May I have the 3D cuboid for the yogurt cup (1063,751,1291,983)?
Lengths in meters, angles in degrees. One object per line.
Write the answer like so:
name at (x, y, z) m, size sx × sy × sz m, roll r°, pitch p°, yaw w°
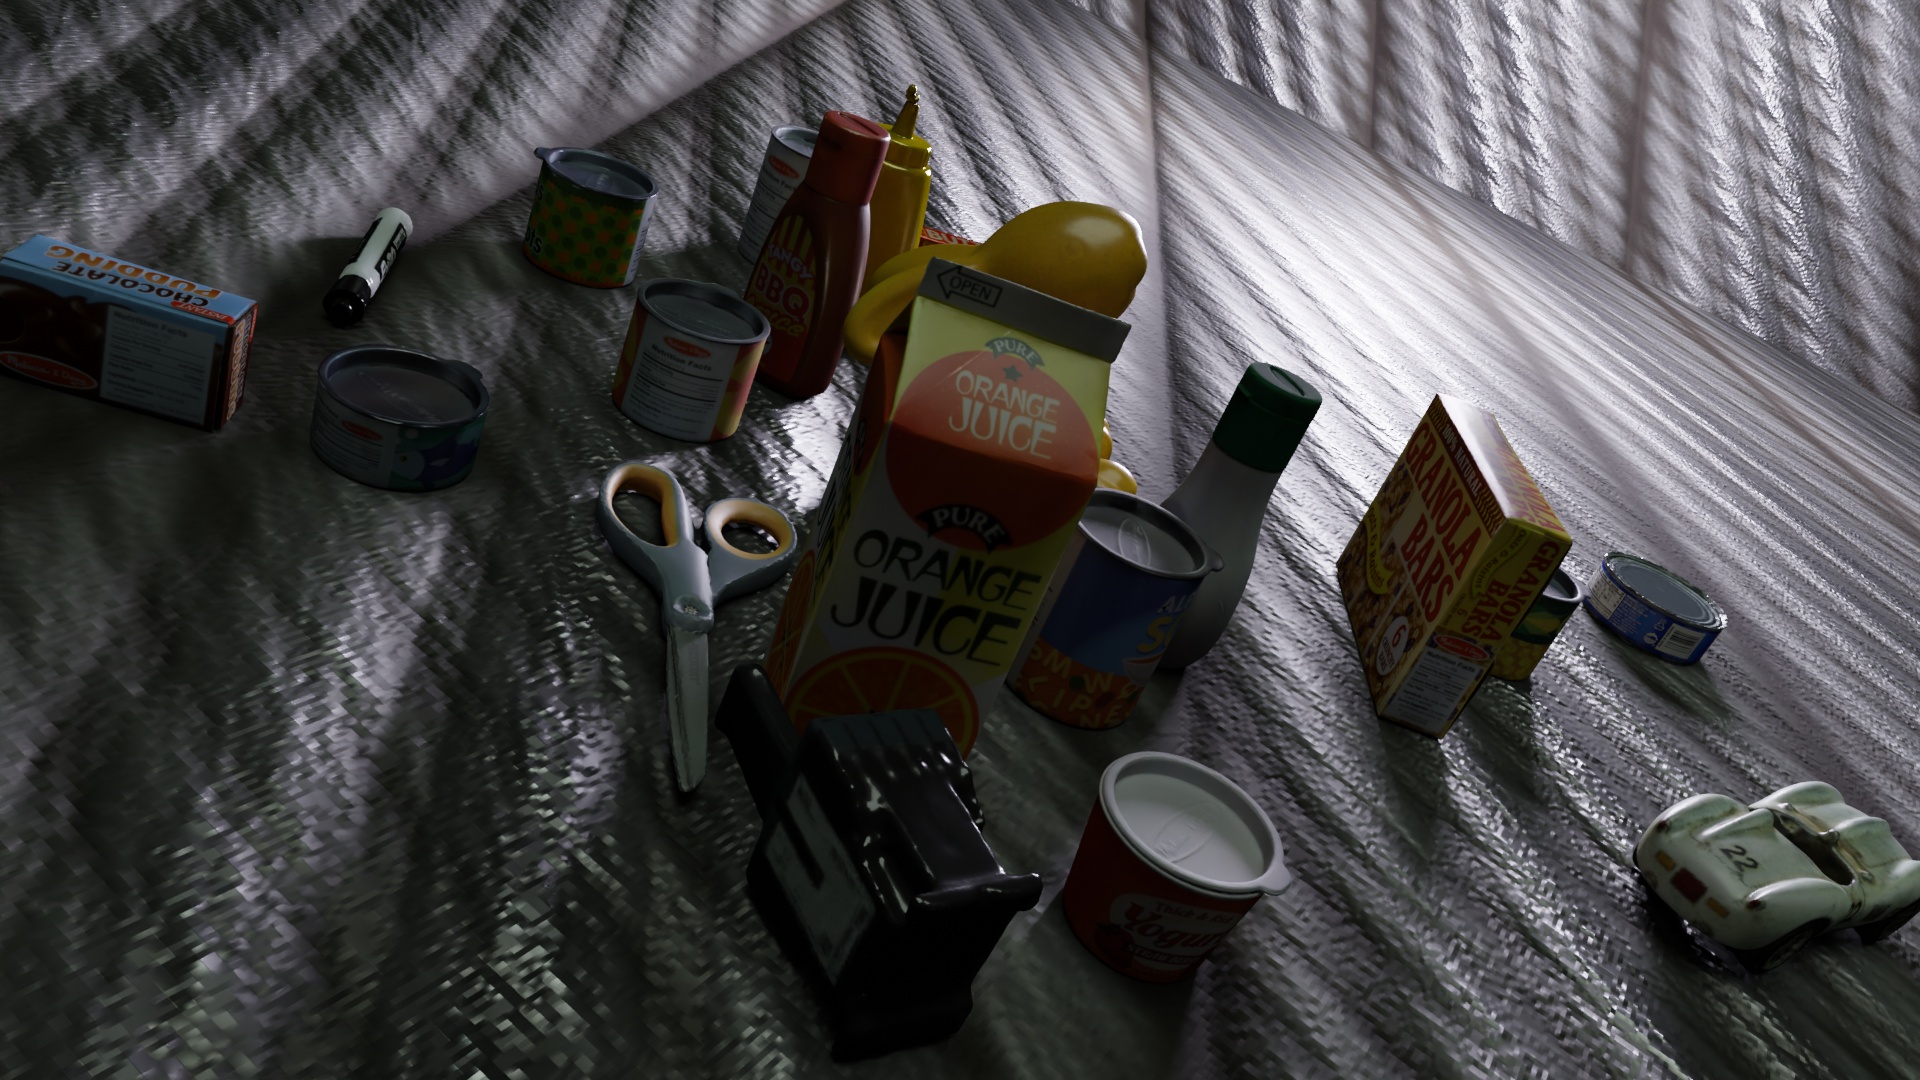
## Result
yogurt cup at (0.071, 0.116, 0.485) m, size 0.072 × 0.053 × 0.073 m, roll 18°, pitch 28°, yaw -10°

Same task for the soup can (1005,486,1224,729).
soup can at (0.063, 0.030, 0.599) m, size 0.071 × 0.083 × 0.072 m, roll 18°, pitch 28°, yaw -10°

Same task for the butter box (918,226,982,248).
butter box at (-0.013, -0.184, 0.955) m, size 0.103 × 0.053 × 0.024 m, roll 12°, pitch 29°, yaw -21°

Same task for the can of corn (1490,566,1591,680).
can of corn at (0.316, 0.040, 0.803) m, size 0.071 × 0.058 × 0.071 m, roll 18°, pitch 28°, yaw -10°

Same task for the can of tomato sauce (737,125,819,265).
can of tomato sauce at (-0.104, -0.223, 0.924) m, size 0.071 × 0.082 × 0.071 m, roll 18°, pitch 28°, yaw -10°

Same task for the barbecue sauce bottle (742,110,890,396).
barbecue sauce bottle at (-0.078, -0.155, 0.751) m, size 0.065 × 0.147 × 0.044 m, roll 38°, pitch 30°, yaw 26°

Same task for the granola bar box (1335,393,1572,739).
granola bar box at (0.256, 0.008, 0.741) m, size 0.039 × 0.123 × 0.166 m, roll 21°, pitch 27°, yaw -4°

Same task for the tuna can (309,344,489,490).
tuna can at (-0.231, -0.052, 0.577) m, size 0.071 × 0.032 × 0.071 m, roll 18°, pitch 28°, yaw -10°

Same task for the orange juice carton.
orange juice carton at (-0.010, -0.001, 0.481) m, size 0.072 × 0.191 × 0.073 m, roll 16°, pitch 28°, yaw -14°

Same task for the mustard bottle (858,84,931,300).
mustard bottle at (-0.050, -0.195, 0.831) m, size 0.065 × 0.159 × 0.049 m, roll 20°, pitch 27°, yaw -6°

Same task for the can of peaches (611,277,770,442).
can of peaches at (-0.134, -0.091, 0.692) m, size 0.071 × 0.057 × 0.071 m, roll 18°, pitch 28°, yaw -10°

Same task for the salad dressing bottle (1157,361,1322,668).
salad dressing bottle at (0.118, -0.010, 0.643) m, size 0.044 × 0.147 × 0.064 m, roll 10°, pitch 30°, yaw -25°

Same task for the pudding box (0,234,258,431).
pudding box at (-0.323, -0.080, 0.538) m, size 0.084 × 0.049 × 0.030 m, roll 16°, pitch 28°, yaw -13°

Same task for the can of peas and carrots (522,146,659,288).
can of peas and carrots at (-0.216, -0.186, 0.800) m, size 0.071 × 0.058 × 0.071 m, roll 18°, pitch 28°, yaw -10°
